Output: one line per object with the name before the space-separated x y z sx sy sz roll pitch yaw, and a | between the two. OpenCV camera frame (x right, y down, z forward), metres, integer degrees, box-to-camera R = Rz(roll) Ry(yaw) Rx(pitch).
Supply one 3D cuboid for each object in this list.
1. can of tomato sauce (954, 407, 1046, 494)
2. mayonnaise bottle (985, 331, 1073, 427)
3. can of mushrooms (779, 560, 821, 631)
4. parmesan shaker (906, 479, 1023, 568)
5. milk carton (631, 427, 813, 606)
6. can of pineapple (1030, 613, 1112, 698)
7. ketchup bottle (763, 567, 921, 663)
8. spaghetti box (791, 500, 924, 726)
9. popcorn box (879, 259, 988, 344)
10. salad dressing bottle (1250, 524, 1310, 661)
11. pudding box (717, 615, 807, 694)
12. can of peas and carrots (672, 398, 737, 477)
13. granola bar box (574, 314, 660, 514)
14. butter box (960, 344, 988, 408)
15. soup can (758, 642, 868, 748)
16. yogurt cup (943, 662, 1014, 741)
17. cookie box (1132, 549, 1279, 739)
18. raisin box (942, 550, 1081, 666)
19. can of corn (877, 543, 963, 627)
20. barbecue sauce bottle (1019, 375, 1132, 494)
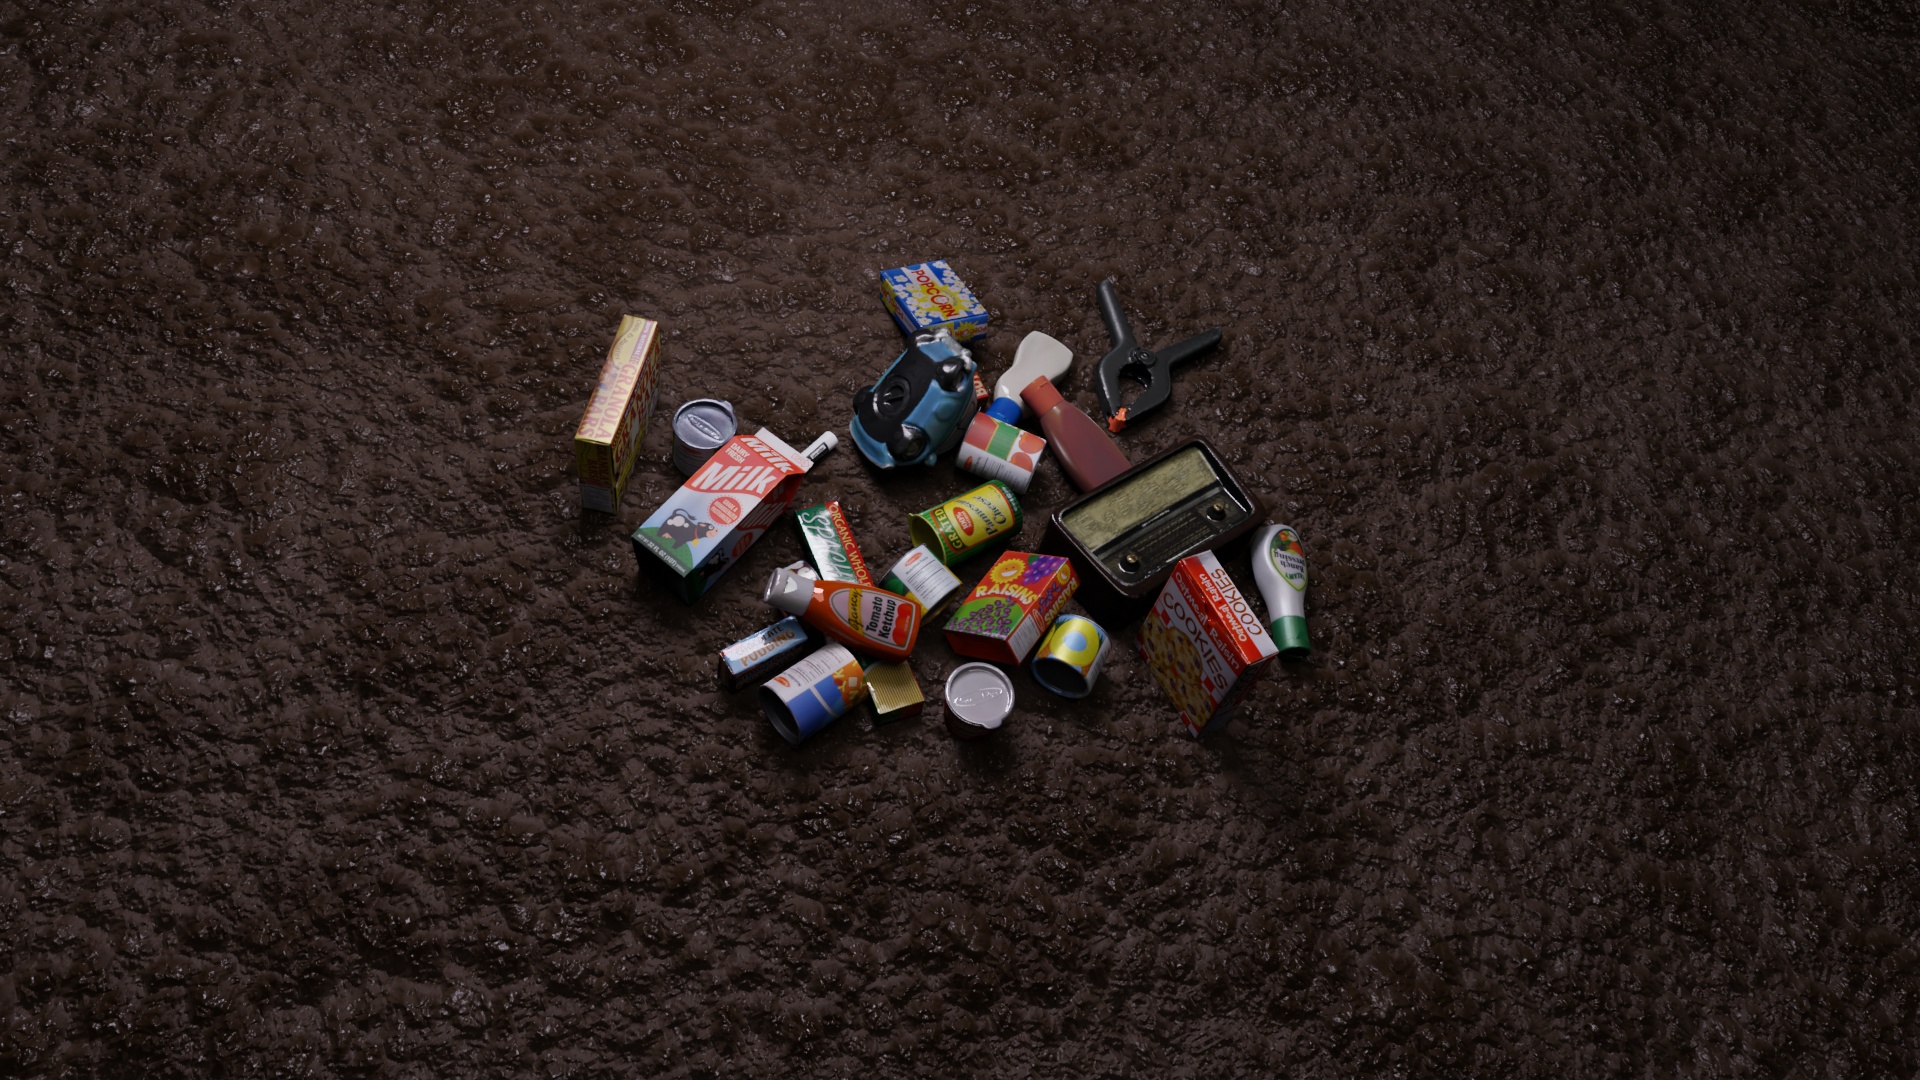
can of tomato sauce | 0.045 -0.097 1.521 0.083 0.070 0.071 24 56 3
mayonnaise bottle | 0.072 -0.175 1.595 0.065 0.041 0.149 32 58 5
can of mushrooms | -0.157 0.058 1.376 0.033 0.070 0.071 -26 66 -25
parmesan shaker | 0.005 -0.018 1.460 0.103 0.071 0.071 -26 66 -26
milk carton | -0.236 -0.033 1.399 0.072 0.073 0.191 36 65 12
can of pineapple | 0.110 0.116 1.396 0.071 0.070 0.058 27 56 6
ketchup bottle | -0.114 0.067 1.333 0.149 0.043 0.065 21 64 -19
spaghetti box | -0.106 0.068 1.402 0.050 0.028 0.251 -14 62 -22
popcorn box | -0.032 -0.274 1.619 0.085 0.038 0.127 -15 46 -20
salad dressing bottle | 0.349 0.056 1.499 0.064 0.043 0.148 16 56 -28
pudding box | -0.192 0.110 1.343 0.084 0.049 0.030 -26 68 -26
can of peas and carrots | -0.269 -0.108 1.465 0.071 0.058 0.071 6 56 -9
granola bar box | -0.347 -0.128 1.421 0.039 0.123 0.166 12 56 -3
butter box | -0.013 -0.192 1.597 0.053 0.024 0.104 -17 62 -21
soup can | -0.139 0.147 1.323 0.084 0.071 0.071 -32 69 -29
yogurt cup | 0.015 0.160 1.353 0.072 0.053 0.073 6 56 -9
cookie box | 0.238 0.105 1.369 0.040 0.166 0.123 -20 63 -22
raisin box | 0.053 0.067 1.407 0.086 0.040 0.124 5 44 42
can of corn | -0.040 0.047 1.408 0.071 0.070 0.058 -38 77 -30
barbecue sauce bottle | 0.125 -0.116 1.544 0.065 0.043 0.148 -36 86 -30
